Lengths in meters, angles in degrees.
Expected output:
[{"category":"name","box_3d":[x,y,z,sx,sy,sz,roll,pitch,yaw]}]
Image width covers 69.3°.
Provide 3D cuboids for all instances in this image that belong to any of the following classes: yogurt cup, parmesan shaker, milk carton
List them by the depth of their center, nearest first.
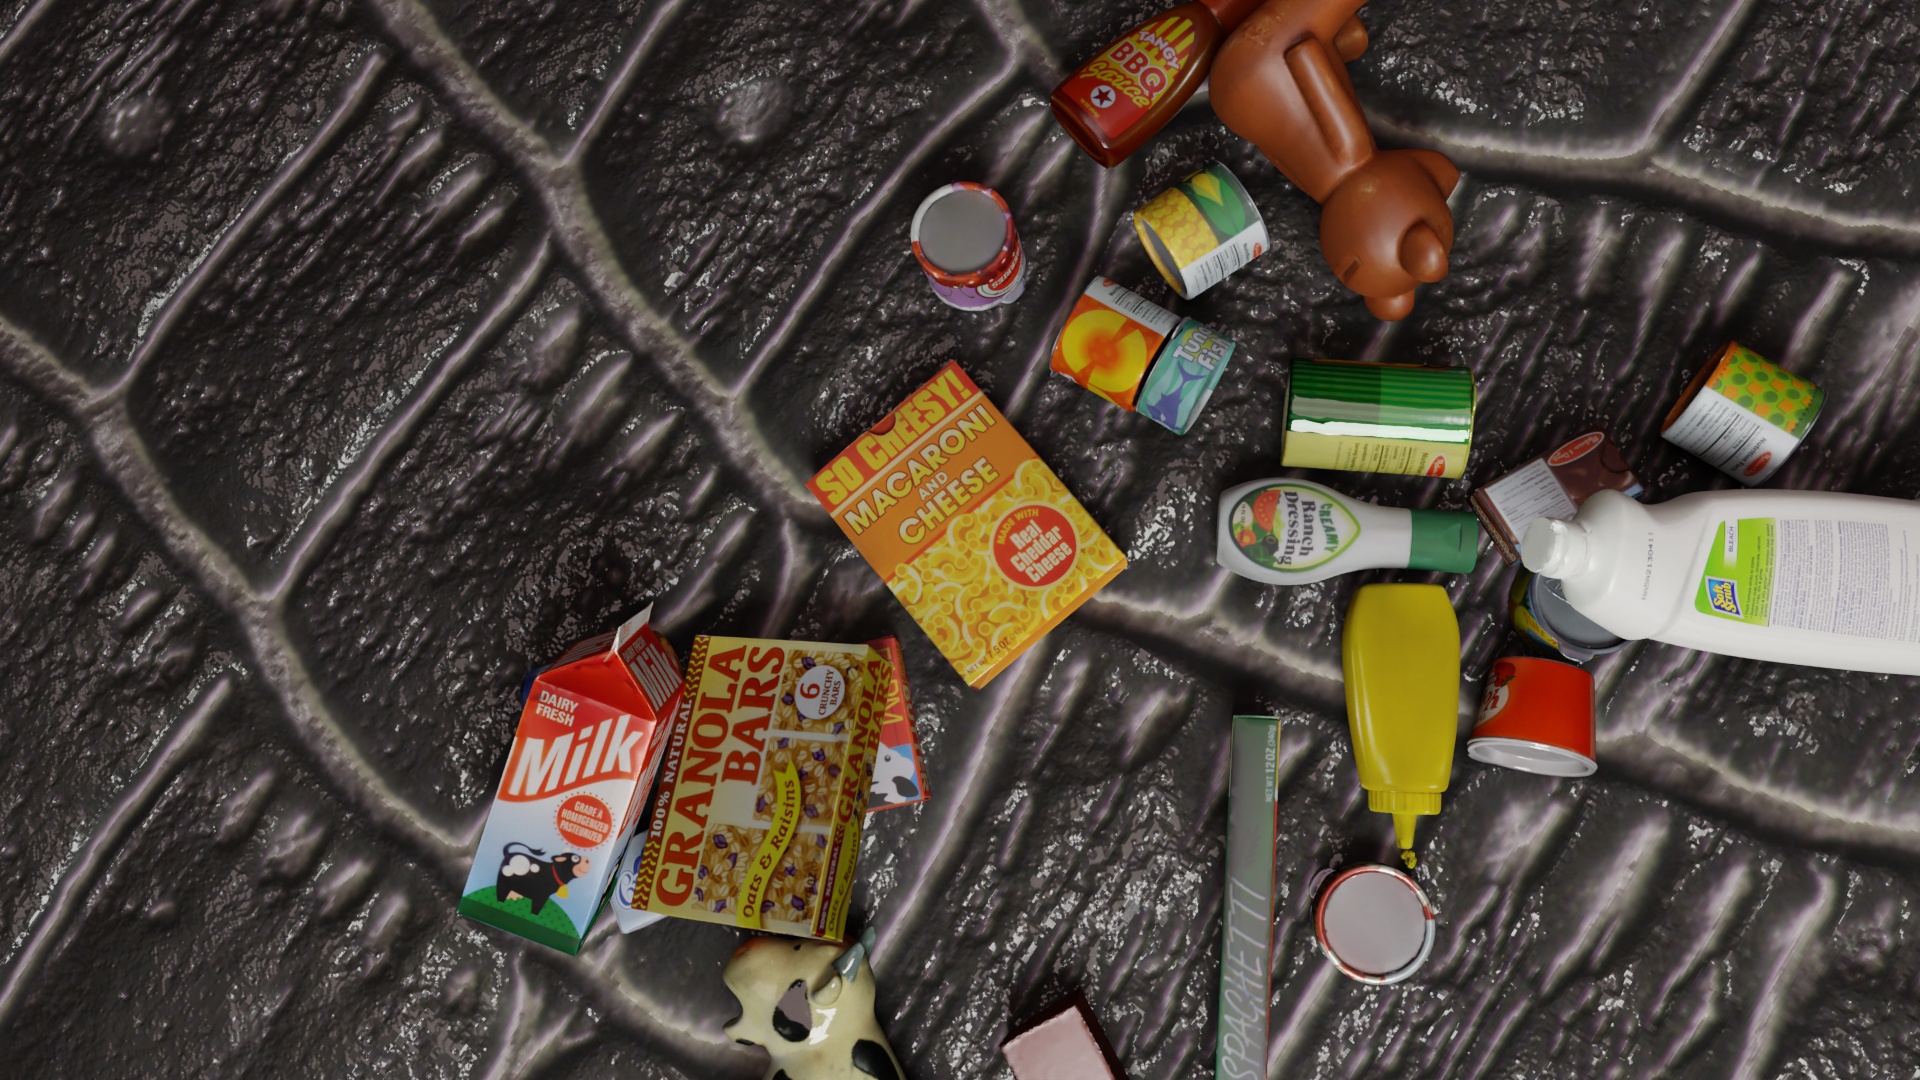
[{"category":"yogurt cup","box_3d":[0.324,0.098,0.781,0.072,0.072,0.054,12,74,11]},{"category":"milk carton","box_3d":[-0.214,0.128,0.793,0.073,0.072,0.190,21,99,-2]},{"category":"parmesan shaker","box_3d":[0.244,-0.074,0.820,0.103,0.071,0.071,5,81,10]}]

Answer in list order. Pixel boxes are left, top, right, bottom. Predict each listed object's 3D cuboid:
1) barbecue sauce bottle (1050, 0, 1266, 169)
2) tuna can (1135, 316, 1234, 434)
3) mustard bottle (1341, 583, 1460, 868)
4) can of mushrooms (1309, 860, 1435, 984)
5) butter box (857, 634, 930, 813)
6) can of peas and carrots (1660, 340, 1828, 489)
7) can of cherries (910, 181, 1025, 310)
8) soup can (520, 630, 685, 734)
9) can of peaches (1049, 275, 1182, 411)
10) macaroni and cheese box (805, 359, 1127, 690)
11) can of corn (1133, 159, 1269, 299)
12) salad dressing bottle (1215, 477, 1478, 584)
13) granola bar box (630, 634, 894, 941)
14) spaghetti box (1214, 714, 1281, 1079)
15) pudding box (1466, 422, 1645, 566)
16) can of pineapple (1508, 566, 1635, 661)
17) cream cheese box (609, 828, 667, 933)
[{"category":"barbecue sauce bottle","box_3d":[0.132,-0.310,0.895,0.148,0.043,0.065,-40,76,-1]},{"category":"tuna can","box_3d":[0.137,-0.101,0.842,0.033,0.071,0.071,30,86,11]},{"category":"mustard bottle","box_3d":[0.253,0.106,0.797,0.065,0.049,0.160,1,81,9]},{"category":"can of mushrooms","box_3d":[0.231,0.215,0.788,0.071,0.033,0.071,-1,80,8]},{"category":"butter box","box_3d":[-0.054,0.114,0.854,0.053,0.024,0.103,-13,78,7]},{"category":"can of peas and carrots","box_3d":[0.447,-0.074,0.794,0.059,0.071,0.071,34,86,13]},{"category":"can of cherries","box_3d":[0.008,-0.186,0.883,0.071,0.058,0.071,-2,79,9]},{"category":"soup can","box_3d":[-0.219,0.096,0.860,0.084,0.071,0.071,-19,78,4]},{"category":"can of peaches","box_3d":[0.095,-0.119,0.855,0.058,0.071,0.071,30,85,12]},{"category":"macaroni and cheese box","box_3d":[0.003,-0.011,0.861,0.124,0.040,0.166,-40,77,-1]},{"category":"can of corn","box_3d":[0.147,-0.193,0.860,0.058,0.071,0.071,-33,77,2]},{"category":"salad dressing bottle","box_3d":[0.227,-0.004,0.824,0.148,0.044,0.064,3,82,9]},{"category":"granola bar box","box_3d":[-0.114,0.142,0.814,0.124,0.039,0.166,1,68,25]},{"category":"spaghetti box","box_3d":[0.163,0.224,0.788,0.029,0.050,0.250,3,80,11]},{"category":"pudding box","box_3d":[0.349,-0.026,0.817,0.084,0.030,0.050,-30,76,2]},{"category":"can of pineapple","box_3d":[0.351,0.036,0.791,0.071,0.058,0.071,-2,80,9]},{"category":"cream cheese box","box_3d":[-0.169,0.197,0.856,0.104,0.024,0.053,-25,76,3]}]
